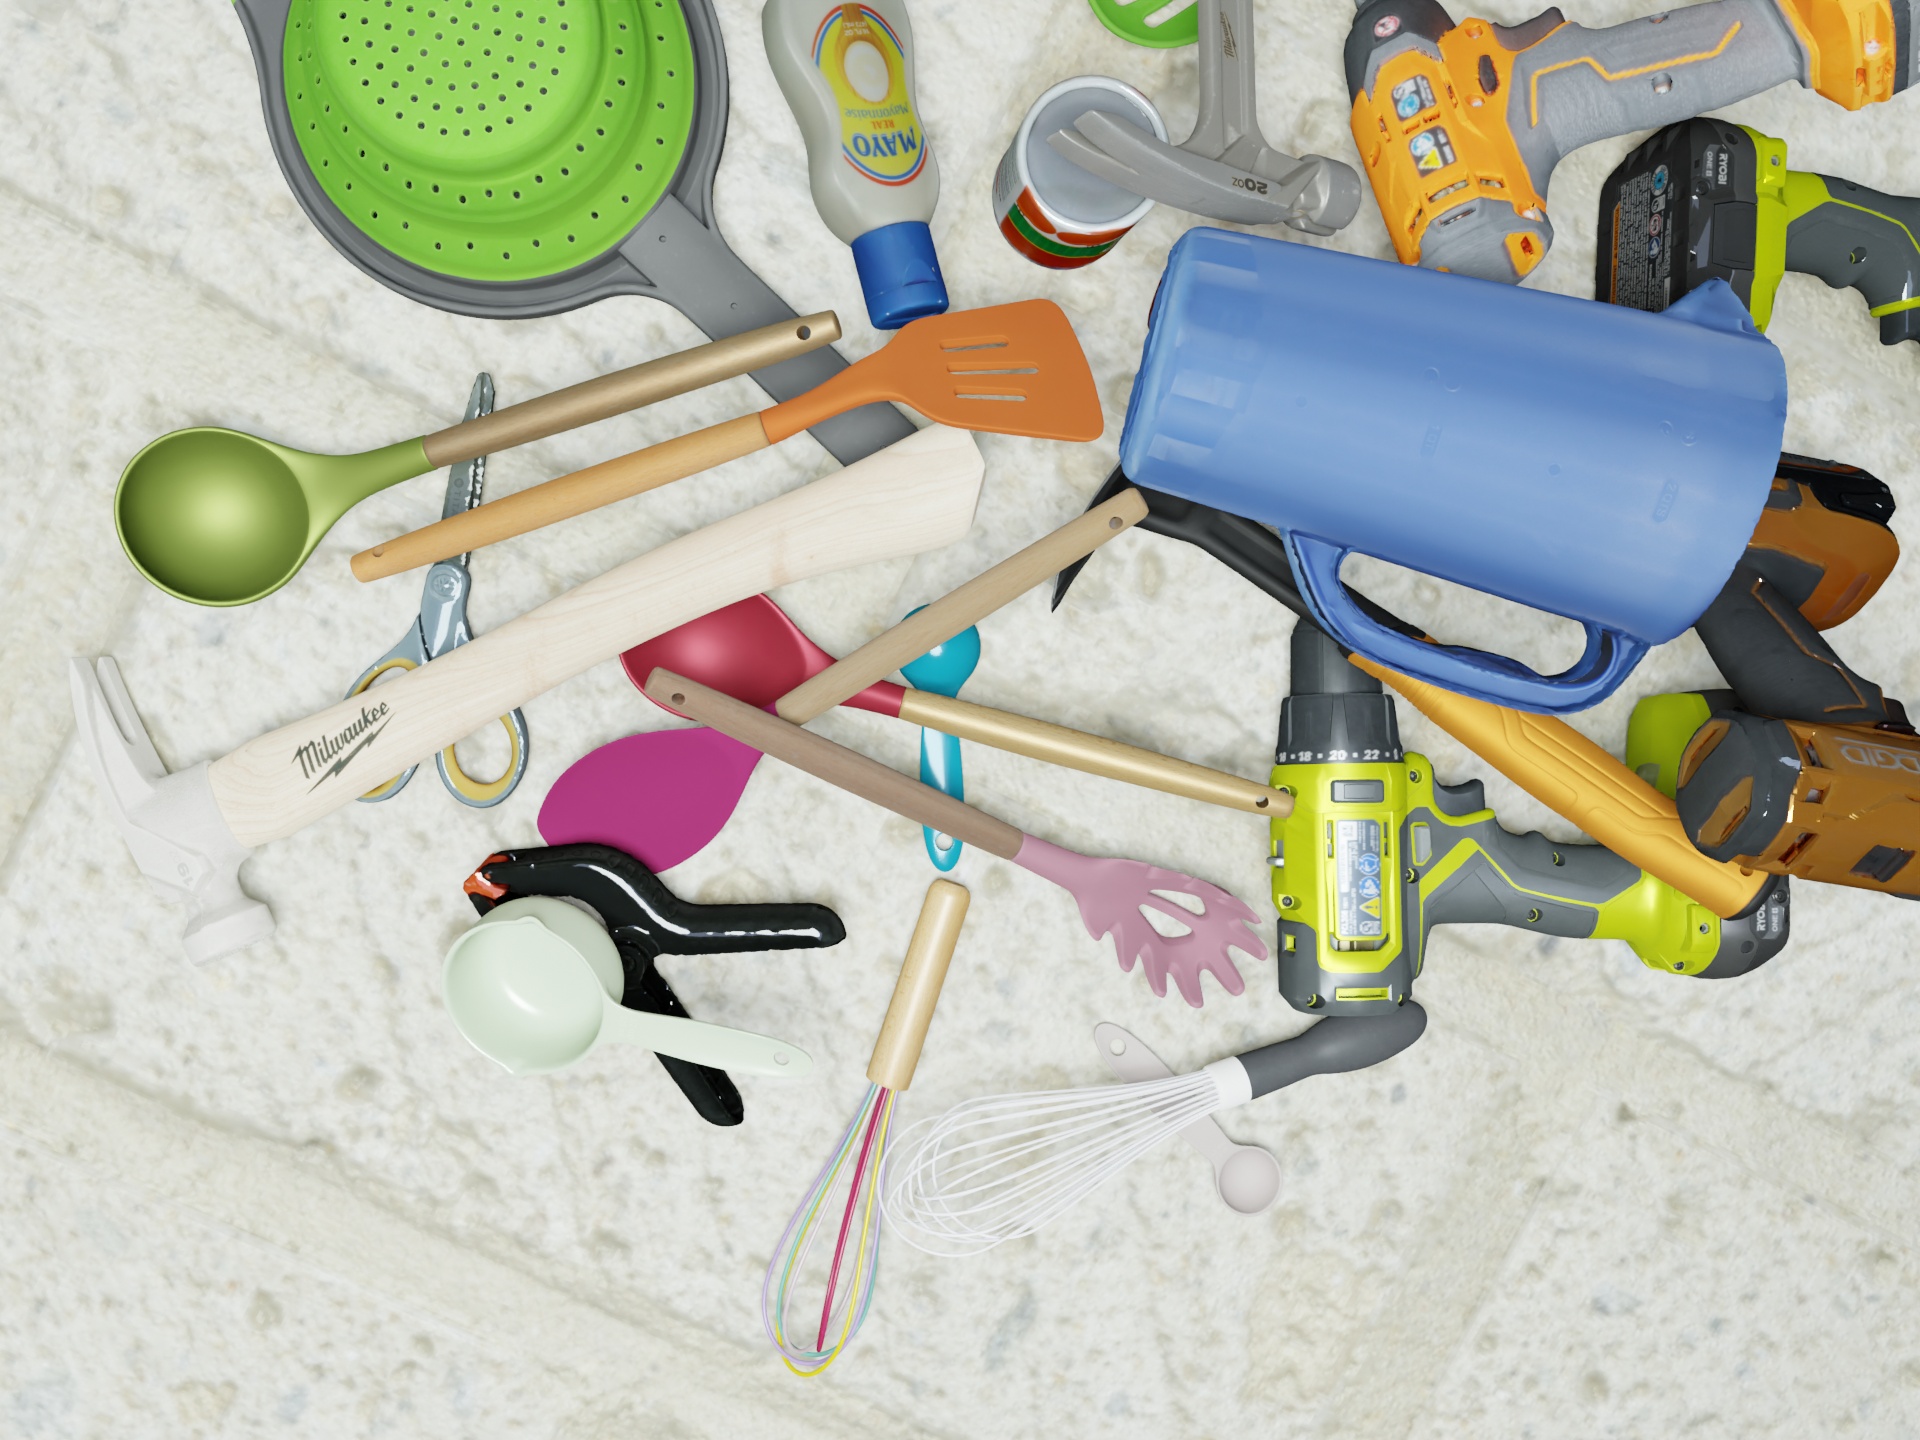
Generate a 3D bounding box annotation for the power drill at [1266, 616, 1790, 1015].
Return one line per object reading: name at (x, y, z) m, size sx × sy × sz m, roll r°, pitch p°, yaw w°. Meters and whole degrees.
power drill at (0.258, 0.039, 0.750) m, size 0.228 × 0.080 × 0.190 m, roll 0°, pitch 87°, yaw -3°

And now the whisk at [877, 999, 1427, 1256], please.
whisk at (0.096, 0.181, 0.751) m, size 0.284 × 0.070 × 0.070 m, roll -16°, pitch 97°, yaw -15°

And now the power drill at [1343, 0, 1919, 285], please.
power drill at (0.276, -0.293, 0.673) m, size 0.226 × 0.084 × 0.164 m, roll -22°, pitch 68°, yaw 23°

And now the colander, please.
colander at (-0.142, -0.222, 0.676) m, size 0.397 × 0.094 × 0.204 m, roll 43°, pitch 91°, yaw -8°

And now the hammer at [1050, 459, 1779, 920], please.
hammer at (0.203, -0.014, 0.705) m, size 0.337 × 0.034 × 0.127 m, roll 35°, pitch 77°, yaw 8°

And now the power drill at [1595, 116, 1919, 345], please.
power drill at (0.419, -0.195, 0.740) m, size 0.223 × 0.080 × 0.171 m, roll 1°, pitch 93°, yaw -8°

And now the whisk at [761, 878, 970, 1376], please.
whisk at (-0.039, 0.195, 0.757) m, size 0.051 × 0.047 × 0.245 m, roll 18°, pitch 90°, yaw -13°

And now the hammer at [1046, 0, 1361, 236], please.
hammer at (0.101, -0.388, 0.666) m, size 0.149 × 0.037 × 0.359 m, roll 4°, pitch 82°, yaw -34°

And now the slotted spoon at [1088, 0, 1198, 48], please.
slotted spoon at (0.193, -0.392, 0.725) m, size 0.314 × 0.031 × 0.070 m, roll -28°, pitch 96°, yaw -4°

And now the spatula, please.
spatula at (-0.102, -0.110, 0.672) m, size 0.322 × 0.041 × 0.081 m, roll -18°, pitch 62°, yaw 4°

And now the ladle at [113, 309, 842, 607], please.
ladle at (-0.204, -0.120, 0.671) m, size 0.320 × 0.062 × 0.078 m, roll -15°, pitch 101°, yaw 9°

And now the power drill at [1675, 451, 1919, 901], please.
power drill at (0.385, -0.019, 0.685) m, size 0.185 × 0.226 × 0.084 m, roll 9°, pitch 136°, yaw -6°

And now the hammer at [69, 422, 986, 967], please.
hammer at (-0.183, -0.041, 0.697) m, size 0.410 × 0.038 × 0.146 m, roll -25°, pitch 92°, yaw 3°

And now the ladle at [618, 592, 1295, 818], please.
ladle at (-0.001, -0.002, 0.726) m, size 0.315 × 0.031 × 0.069 m, roll 15°, pitch 102°, yaw 2°

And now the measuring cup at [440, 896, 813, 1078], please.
measuring cup at (-0.143, 0.125, 0.701) m, size 0.167 × 0.038 × 0.083 m, roll 13°, pitch 112°, yaw 3°

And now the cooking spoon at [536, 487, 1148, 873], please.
cooking spoon at (-0.057, -0.015, 0.703) m, size 0.319 × 0.017 × 0.068 m, roll -30°, pitch 112°, yaw 16°

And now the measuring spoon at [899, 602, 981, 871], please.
measuring spoon at (-0.009, 0.009, 0.749) m, size 0.042 × 0.021 × 0.128 m, roll -3°, pitch 94°, yaw -5°

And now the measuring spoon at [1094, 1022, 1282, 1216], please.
measuring spoon at (0.110, 0.195, 0.786) m, size 0.034 × 0.018 × 0.124 m, roll -44°, pitch 91°, yaw -10°

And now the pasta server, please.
pasta server at (0.004, 0.050, 0.718) m, size 0.316 × 0.040 × 0.060 m, roll 26°, pitch 106°, yaw -21°
